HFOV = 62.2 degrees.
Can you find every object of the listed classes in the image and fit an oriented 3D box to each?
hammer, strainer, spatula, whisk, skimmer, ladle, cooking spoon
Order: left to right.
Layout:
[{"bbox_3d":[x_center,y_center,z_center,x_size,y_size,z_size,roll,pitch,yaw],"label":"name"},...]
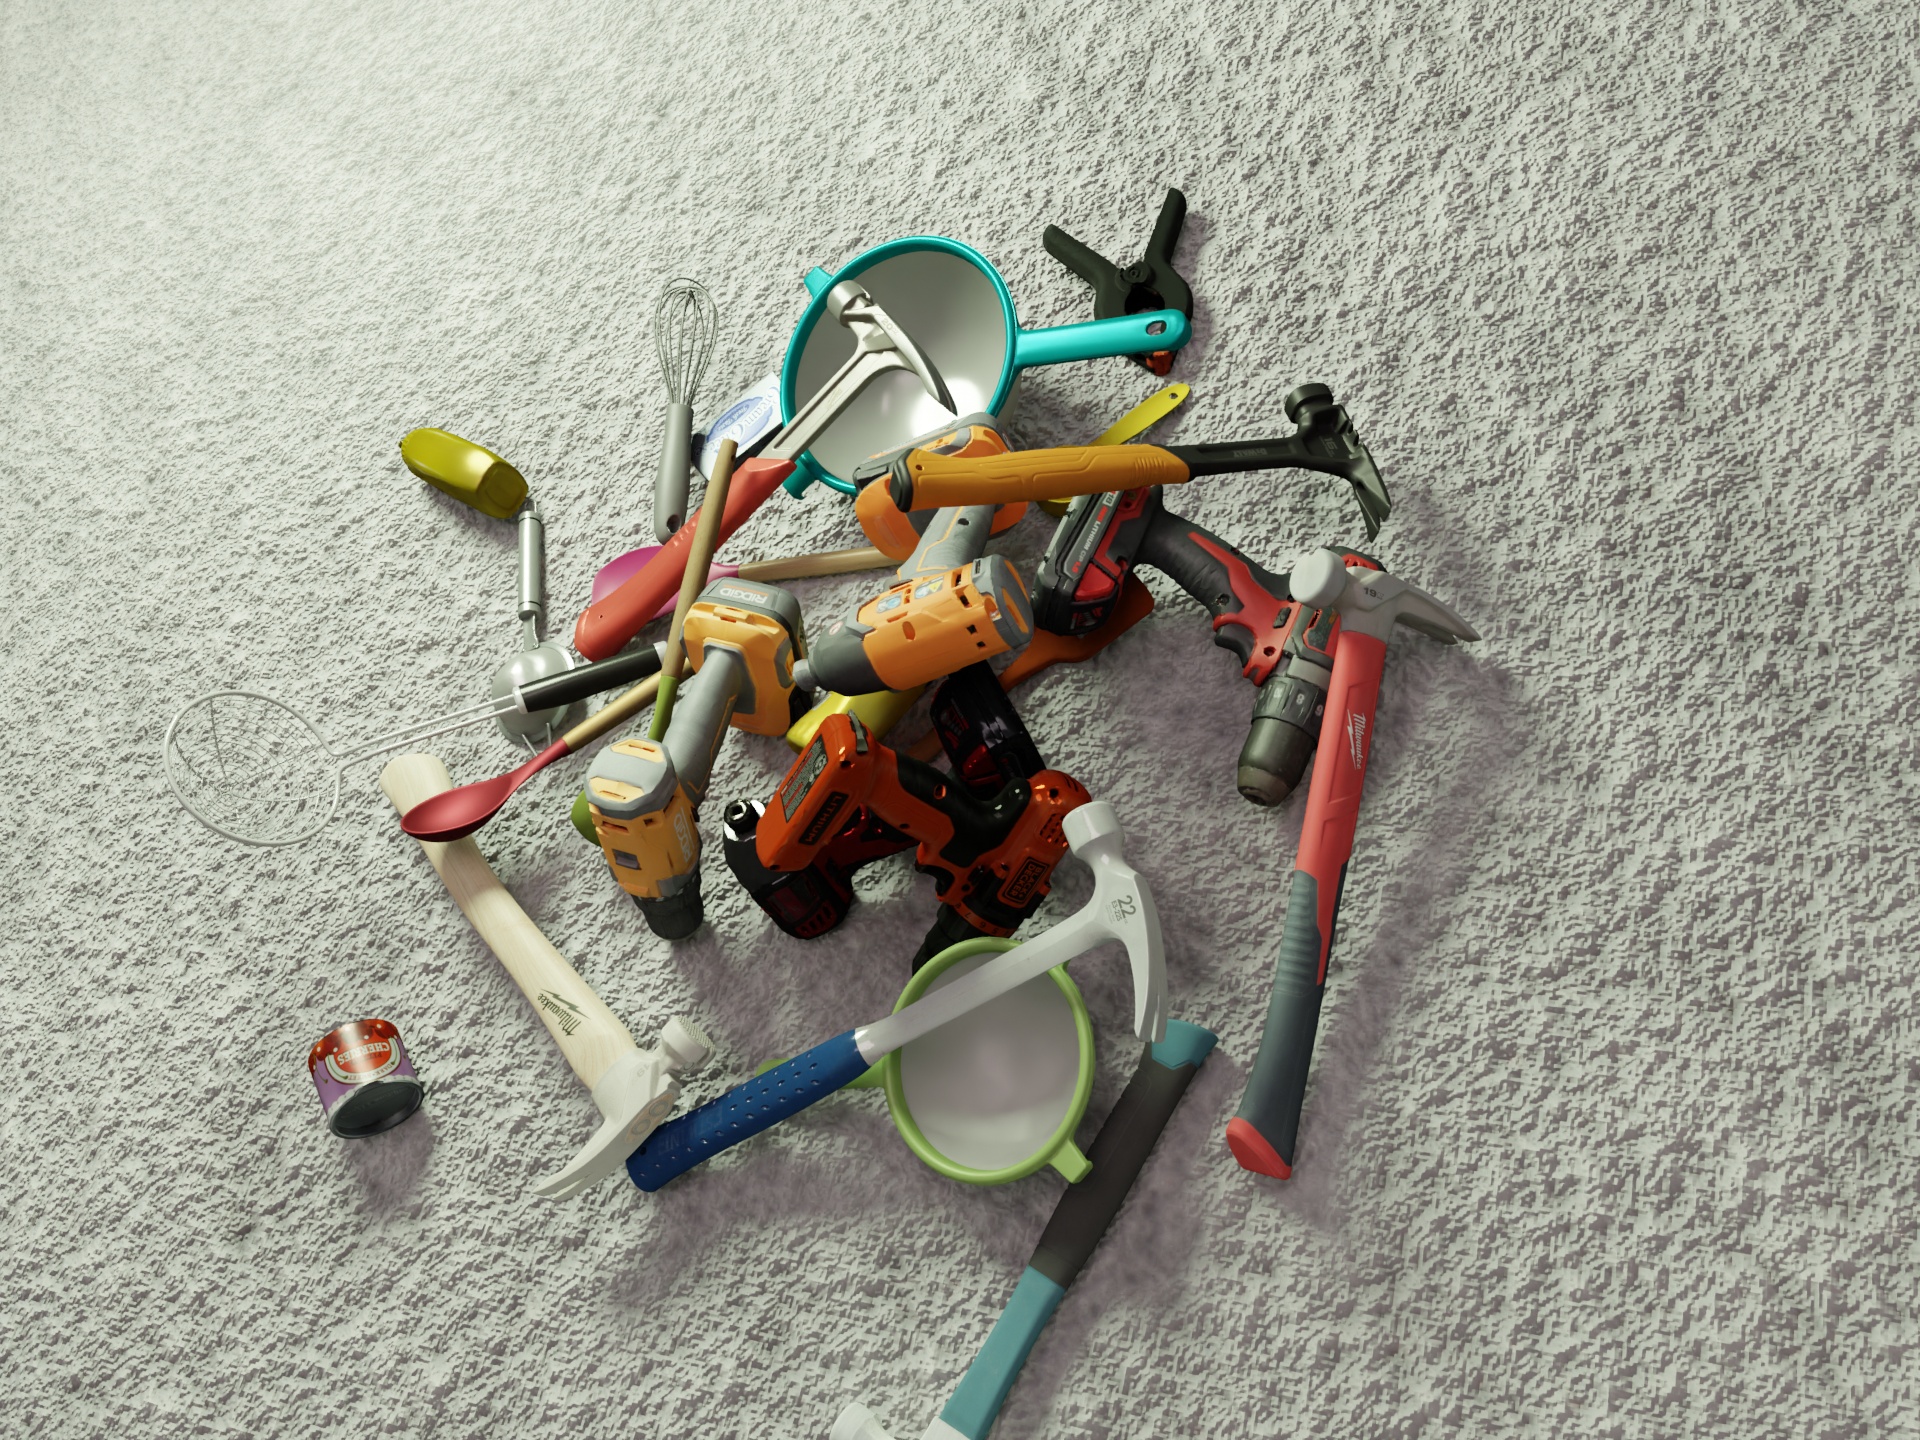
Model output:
[{"bbox_3d":[-0.390,-0.006,1.183,0.363,0.090,0.127,-19,73,-16],"label":"skimmer"},{"bbox_3d":[-0.335,0.160,1.157,0.146,0.038,0.411,-47,53,-3],"label":"hammer"},{"bbox_3d":[-0.357,-0.083,1.307,0.087,0.050,0.259,-24,55,22],"label":"strainer"},{"bbox_3d":[-0.279,0.003,1.213,0.315,0.031,0.069,-35,33,-16],"label":"ladle"},{"bbox_3d":[-0.220,-0.059,1.190,0.062,0.078,0.320,9,82,27],"label":"ladle"},{"bbox_3d":[-0.234,-0.257,1.317,0.055,0.055,0.239,-3,74,17],"label":"whisk"},{"bbox_3d":[-0.165,-0.167,1.228,0.359,0.036,0.149,-44,62,13],"label":"hammer"},{"bbox_3d":[-0.151,-0.119,1.268,0.319,0.017,0.069,-6,69,16],"label":"cooking spoon"},{"bbox_3d":[-0.051,0.206,0.997,0.405,0.035,0.144,-31,61,21],"label":"hammer"},{"bbox_3d":[-0.015,0.226,1.033,0.256,0.069,0.152,-12,69,30],"label":"strainer"},{"bbox_3d":[-0.002,-0.004,1.147,0.322,0.041,0.081,-41,73,-4],"label":"spatula"},{"bbox_3d":[0.025,-0.265,1.220,0.340,0.095,0.211,-1,78,28],"label":"strainer"},{"bbox_3d":[0.059,0.326,0.968,0.128,0.033,0.331,25,74,28],"label":"hammer"},{"bbox_3d":[0.118,-0.161,1.045,0.336,0.034,0.127,-7,56,-18],"label":"hammer"},{"bbox_3d":[0.240,0.094,1.003,0.038,0.143,0.386,-9,64,61],"label":"hammer"}]

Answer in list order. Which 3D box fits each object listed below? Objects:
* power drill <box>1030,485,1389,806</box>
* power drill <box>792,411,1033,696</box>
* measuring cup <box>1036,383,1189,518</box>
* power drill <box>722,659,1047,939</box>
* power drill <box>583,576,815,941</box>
[{"bbox_3d":[0.161,-0.061,1.079,0.227,0.080,0.188,24,73,6],"label":"power drill"},{"bbox_3d":[-0.031,-0.106,1.087,0.164,0.084,0.227,-20,36,19],"label":"power drill"},{"bbox_3d":[0.119,-0.209,1.226,0.156,0.029,0.062,-38,59,-16],"label":"measuring cup"},{"bbox_3d":[-0.054,0.057,1.077,0.219,0.143,0.079,-29,52,0],"label":"power drill"},{"bbox_3d":[-0.182,0.033,1.135,0.084,0.185,0.226,13,51,15],"label":"power drill"}]
